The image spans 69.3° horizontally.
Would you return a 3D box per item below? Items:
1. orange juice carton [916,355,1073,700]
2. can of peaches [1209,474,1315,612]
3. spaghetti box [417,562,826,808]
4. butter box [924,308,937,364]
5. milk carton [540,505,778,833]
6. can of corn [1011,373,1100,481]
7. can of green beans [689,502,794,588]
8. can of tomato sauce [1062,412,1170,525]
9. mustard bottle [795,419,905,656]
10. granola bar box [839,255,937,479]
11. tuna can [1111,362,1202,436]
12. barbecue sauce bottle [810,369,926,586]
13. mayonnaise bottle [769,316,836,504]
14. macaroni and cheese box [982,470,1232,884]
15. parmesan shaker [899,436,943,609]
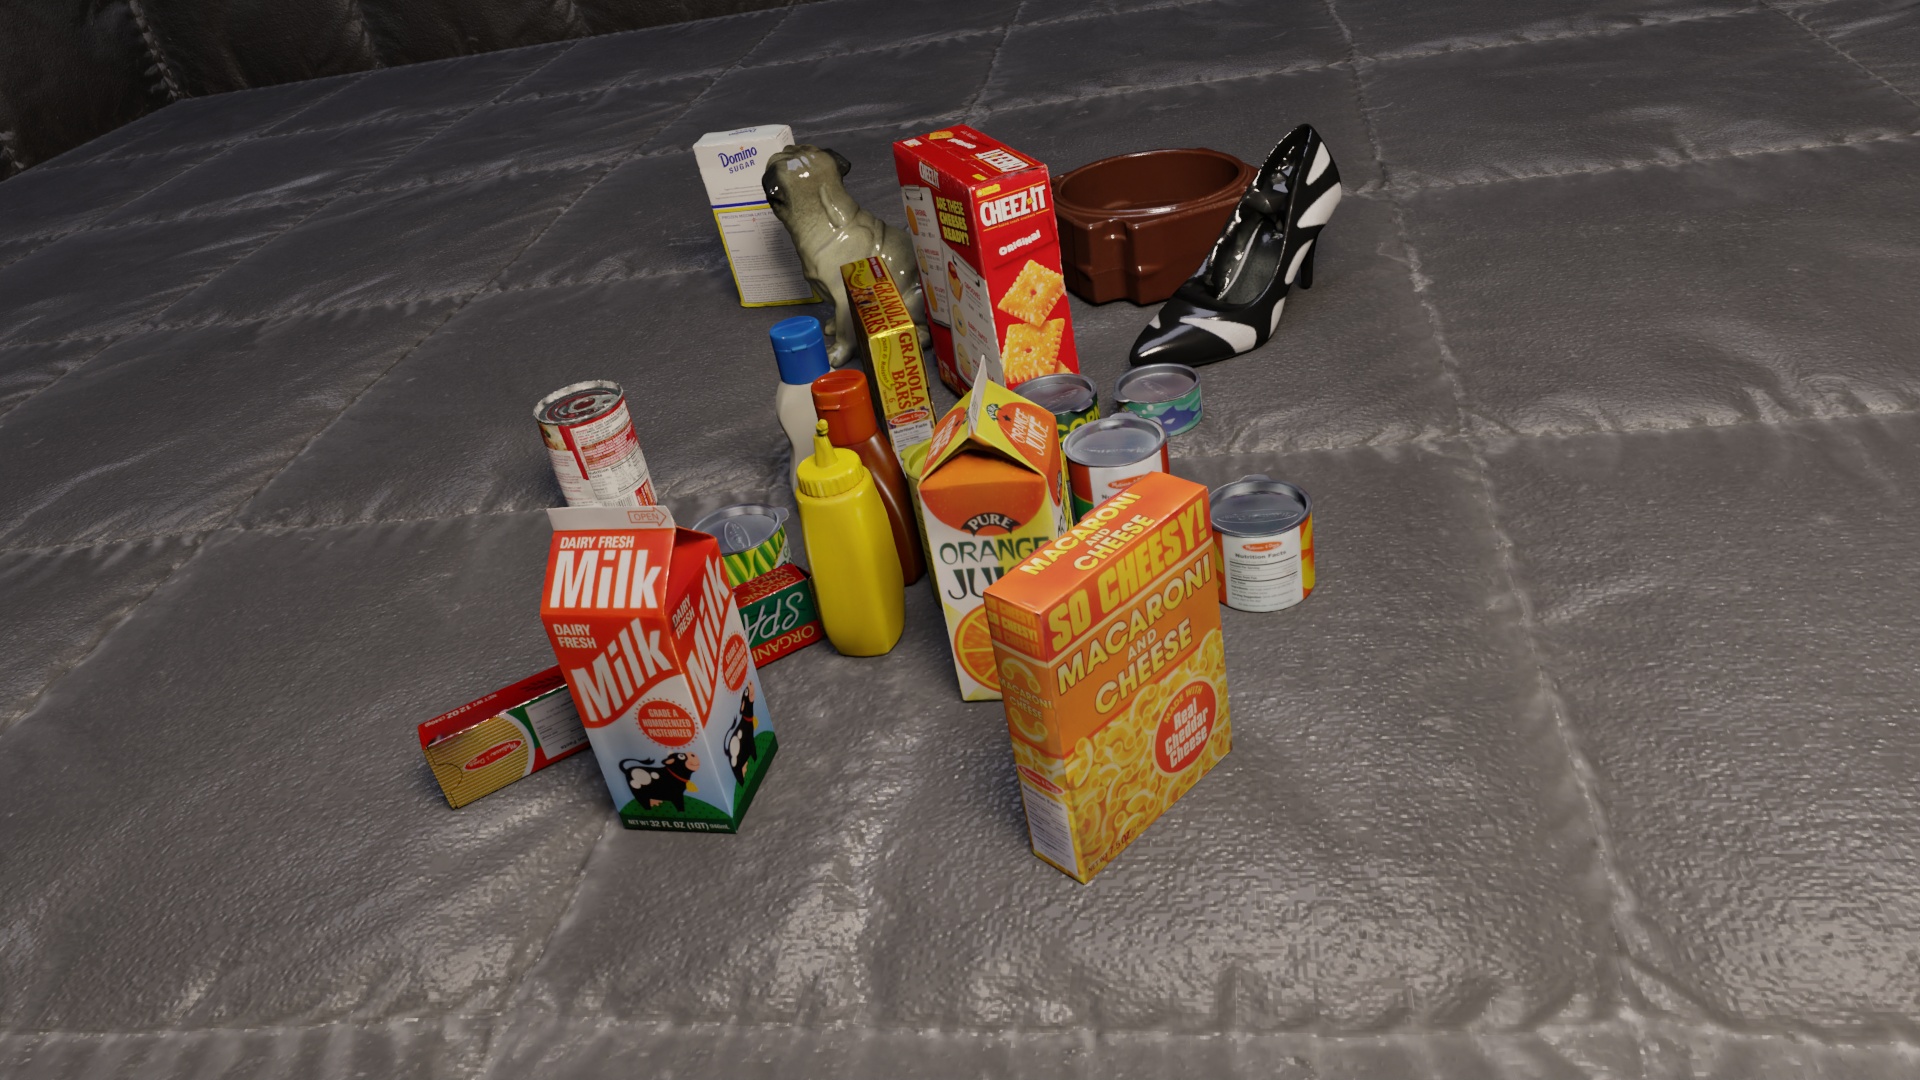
[{"bbox_3d":[0.025,-0.005,0.790,0.073,0.191,0.072,-4,32,12],"label":"orange juice carton"},{"bbox_3d":[0.184,0.002,0.856,0.071,0.057,0.071,-8,31,5],"label":"can of peaches"},{"bbox_3d":[-0.201,0.085,0.854,0.251,0.050,0.029,-25,33,-21],"label":"spaghetti box"},{"bbox_3d":[0.024,-0.189,1.221,0.103,0.053,0.024,-9,31,5],"label":"butter box"},{"bbox_3d":[-0.162,0.062,0.744,0.072,0.189,0.074,-2,33,16],"label":"milk carton"},{"bbox_3d":[0.073,-0.083,1.028,0.071,0.058,0.071,-8,31,5],"label":"can of corn"},{"bbox_3d":[-0.147,0.016,0.942,0.071,0.057,0.071,-8,31,5],"label":"can of green beans"},{"bbox_3d":[0.105,-0.031,0.911,0.071,0.082,0.071,-8,31,5],"label":"can of tomato sauce"},{"bbox_3d":[-0.071,-0.005,0.853,0.049,0.159,0.066,-4,32,13],"label":"mustard bottle"},{"bbox_3d":[-0.054,-0.139,1.097,0.039,0.123,0.166,-15,31,-5],"label":"granola bar box"},{"bbox_3d":[0.150,-0.107,1.066,0.071,0.032,0.071,-8,31,5],"label":"tuna can"},{"bbox_3d":[-0.065,-0.039,0.916,0.065,0.147,0.044,1,33,19],"label":"barbecue sauce bottle"},{"bbox_3d":[-0.103,-0.089,1.009,0.065,0.147,0.041,-14,31,-4],"label":"mayonnaise bottle"},{"bbox_3d":[0.076,0.067,0.683,0.124,0.165,0.040,-34,38,-32],"label":"macaroni and cheese box"},{"bbox_3d":[0.003,-0.011,0.893,0.071,0.102,0.071,-8,31,5],"label":"parmesan shaker"}]
